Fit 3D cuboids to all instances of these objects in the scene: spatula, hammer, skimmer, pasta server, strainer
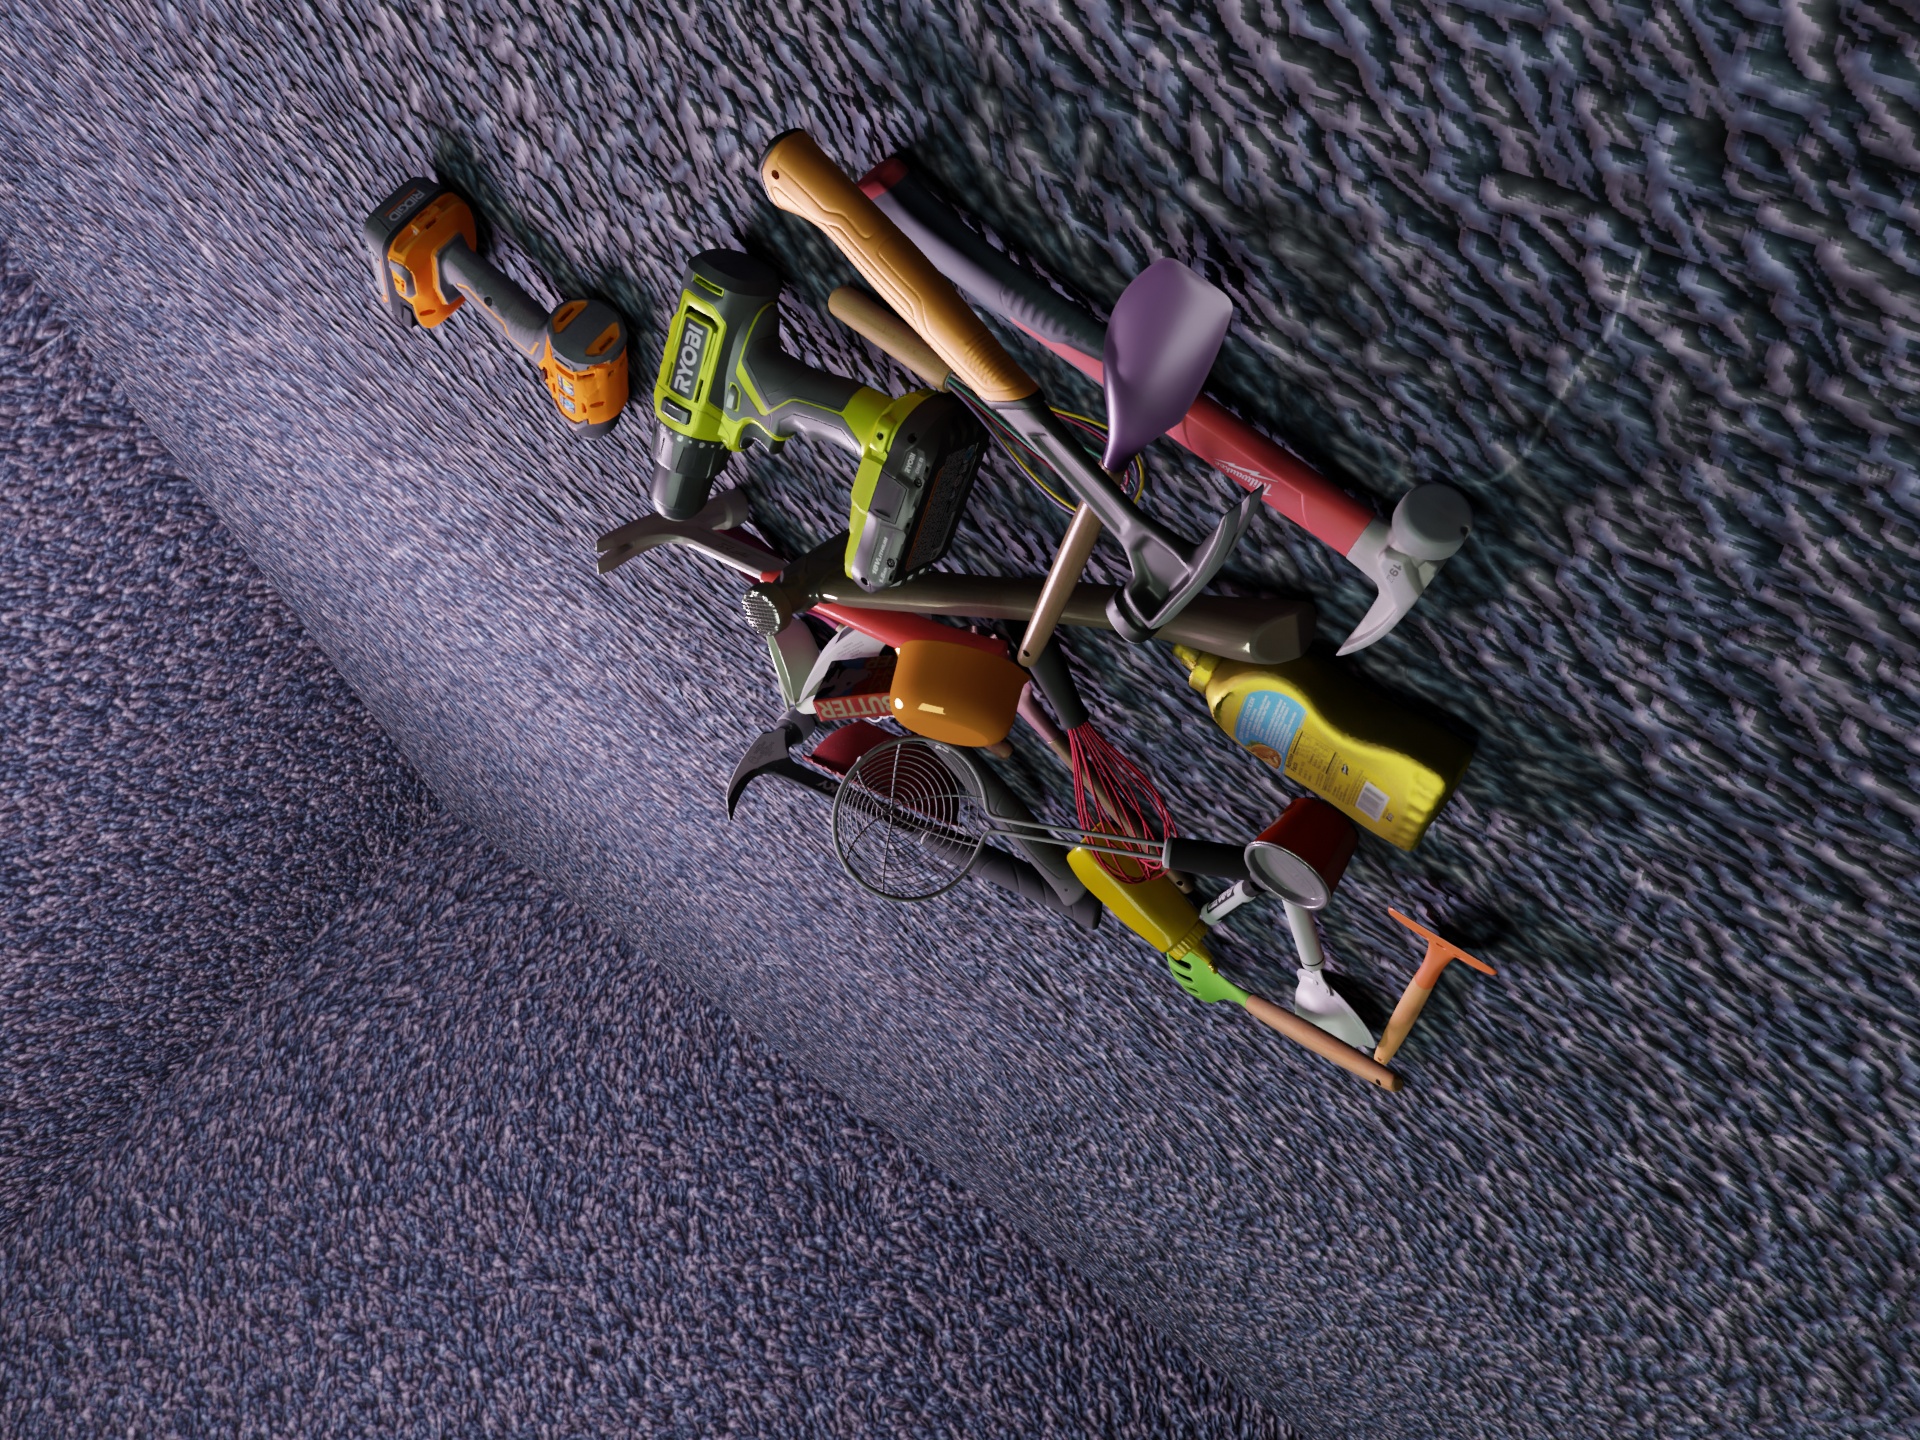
[{"bbox_3d":[0.339,0.210,1.195,0.081,0.041,0.322,32,157,20],"label":"spatula"},{"bbox_3d":[-0.044,0.107,1.536,0.409,0.149,0.036,23,137,23],"label":"hammer"},{"bbox_3d":[0.014,-0.194,0.847,0.337,0.034,0.127,47,147,6],"label":"hammer"},{"bbox_3d":[0.089,0.091,1.169,0.363,0.127,0.090,8,-178,14],"label":"skimmer"},{"bbox_3d":[0.091,0.036,1.279,0.060,0.040,0.316,-30,113,32],"label":"pasta server"},{"bbox_3d":[0.281,0.196,1.269,0.087,0.050,0.258,38,159,48],"label":"strainer"},{"bbox_3d":[0.004,0.043,1.367,0.146,0.035,0.334,-24,119,35],"label":"hammer"},{"bbox_3d":[0.047,-0.085,1.066,0.411,0.146,0.038,9,124,36],"label":"hammer"},{"bbox_3d":[0.076,-0.127,0.884,0.060,0.018,0.315,38,145,13],"label":"spatula"},{"bbox_3d":[-0.114,-0.096,1.225,0.359,0.149,0.036,26,129,32],"label":"hammer"},{"bbox_3d":[0.093,-0.181,0.879,0.386,0.038,0.143,37,159,9],"label":"hammer"}]

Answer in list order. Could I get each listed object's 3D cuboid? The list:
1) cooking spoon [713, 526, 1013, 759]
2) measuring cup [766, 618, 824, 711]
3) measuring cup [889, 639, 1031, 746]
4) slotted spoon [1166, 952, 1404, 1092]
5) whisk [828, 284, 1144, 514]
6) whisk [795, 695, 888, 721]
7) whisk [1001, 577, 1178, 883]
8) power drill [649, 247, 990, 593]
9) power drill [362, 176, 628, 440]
[{"bbox_3d":[-0.082,-0.069,1.370,0.319,0.069,0.017,38,118,-2],"label":"cooking spoon"},{"bbox_3d":[-0.154,-0.043,1.509,0.167,0.038,0.083,103,146,-72],"label":"measuring cup"},{"bbox_3d":[-0.002,-0.004,1.110,0.095,0.052,0.173,12,164,7],"label":"measuring cup"},{"bbox_3d":[0.255,0.240,1.308,0.314,0.031,0.070,23,136,62],"label":"slotted spoon"},{"bbox_3d":[0.015,-0.202,0.974,0.245,0.051,0.047,38,137,18],"label":"whisk"},{"bbox_3d":[-0.110,-0.023,1.483,0.059,0.058,0.246,51,161,-14],"label":"whisk"},{"bbox_3d":[0.094,0.015,1.208,0.073,0.073,0.295,12,138,50],"label":"whisk"},{"bbox_3d":[-0.110,-0.182,1.066,0.228,0.080,0.190,32,123,16],"label":"power drill"},{"bbox_3d":[-0.370,-0.324,1.308,0.226,0.084,0.164,36,158,4],"label":"power drill"}]
